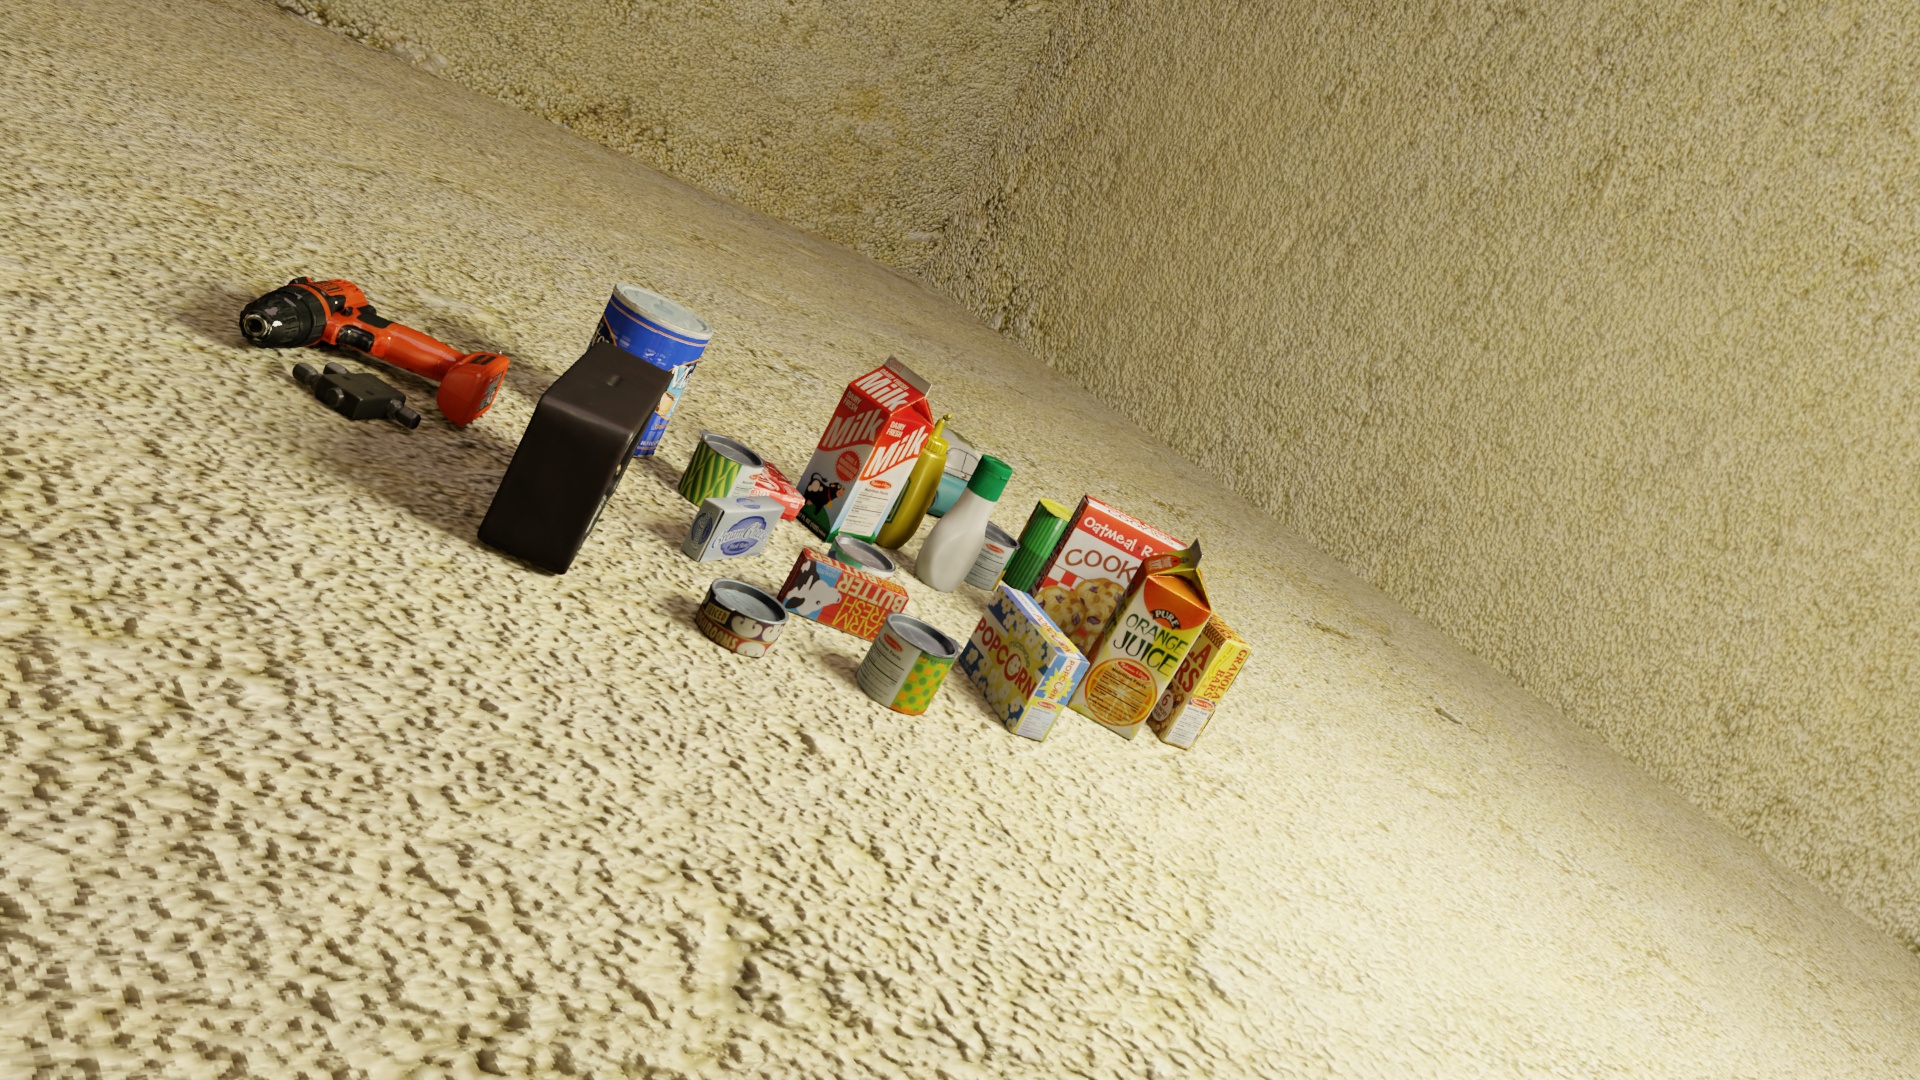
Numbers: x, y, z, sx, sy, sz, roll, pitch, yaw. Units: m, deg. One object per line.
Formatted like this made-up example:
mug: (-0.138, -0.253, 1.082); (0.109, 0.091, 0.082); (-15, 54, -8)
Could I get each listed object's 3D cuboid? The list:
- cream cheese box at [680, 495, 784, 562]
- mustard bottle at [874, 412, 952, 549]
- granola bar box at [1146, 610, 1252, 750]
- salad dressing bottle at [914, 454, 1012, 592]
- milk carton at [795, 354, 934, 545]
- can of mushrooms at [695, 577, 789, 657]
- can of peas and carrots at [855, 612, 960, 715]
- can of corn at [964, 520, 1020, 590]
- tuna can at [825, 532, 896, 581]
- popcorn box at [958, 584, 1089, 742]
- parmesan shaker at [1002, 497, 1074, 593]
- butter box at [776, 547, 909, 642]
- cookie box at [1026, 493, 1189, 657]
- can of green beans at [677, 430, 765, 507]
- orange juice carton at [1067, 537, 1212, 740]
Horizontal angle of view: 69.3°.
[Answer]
cream cheese box: (-0.199, -0.011, 1.223); (0.024, 0.053, 0.104); (34, 15, 18)
mustard bottle: (-0.053, -0.070, 1.489); (0.065, 0.159, 0.049); (38, 16, 33)
granola bar box: (0.218, 0.119, 1.427); (0.039, 0.124, 0.166); (22, 16, -27)
salad dressing bottle: (0.005, -0.018, 1.446); (0.064, 0.147, 0.044); (15, 20, -46)
milk carton: (-0.094, -0.092, 1.426); (0.072, 0.190, 0.073); (39, 17, 34)
can of mushrooms: (-0.171, 0.059, 1.075); (0.071, 0.033, 0.071); (27, 14, -7)
can of peas and carrots: (-0.042, 0.100, 1.128); (0.071, 0.058, 0.071); (27, 14, -7)
can of corn: (0.024, 0.014, 1.552); (0.071, 0.058, 0.071); (27, 14, -7)
tuna can: (-0.100, 0.024, 1.334); (0.071, 0.032, 0.071); (27, 14, -7)
popcorn box: (0.053, 0.107, 1.233); (0.038, 0.085, 0.127); (20, 16, -32)
parmesan shaker: (0.095, 0.011, 1.608); (0.071, 0.102, 0.071); (27, 14, -7)
butter box: (-0.101, 0.049, 1.202); (0.103, 0.053, 0.024); (23, 15, -24)
cookie box: (0.141, 0.053, 1.420); (0.123, 0.167, 0.040); (26, 14, -11)
can of green beans: (-0.230, -0.063, 1.334); (0.071, 0.057, 0.071); (27, 14, -7)
orange juice carton: (0.181, 0.086, 1.329); (0.073, 0.192, 0.072); (29, 14, -1)
